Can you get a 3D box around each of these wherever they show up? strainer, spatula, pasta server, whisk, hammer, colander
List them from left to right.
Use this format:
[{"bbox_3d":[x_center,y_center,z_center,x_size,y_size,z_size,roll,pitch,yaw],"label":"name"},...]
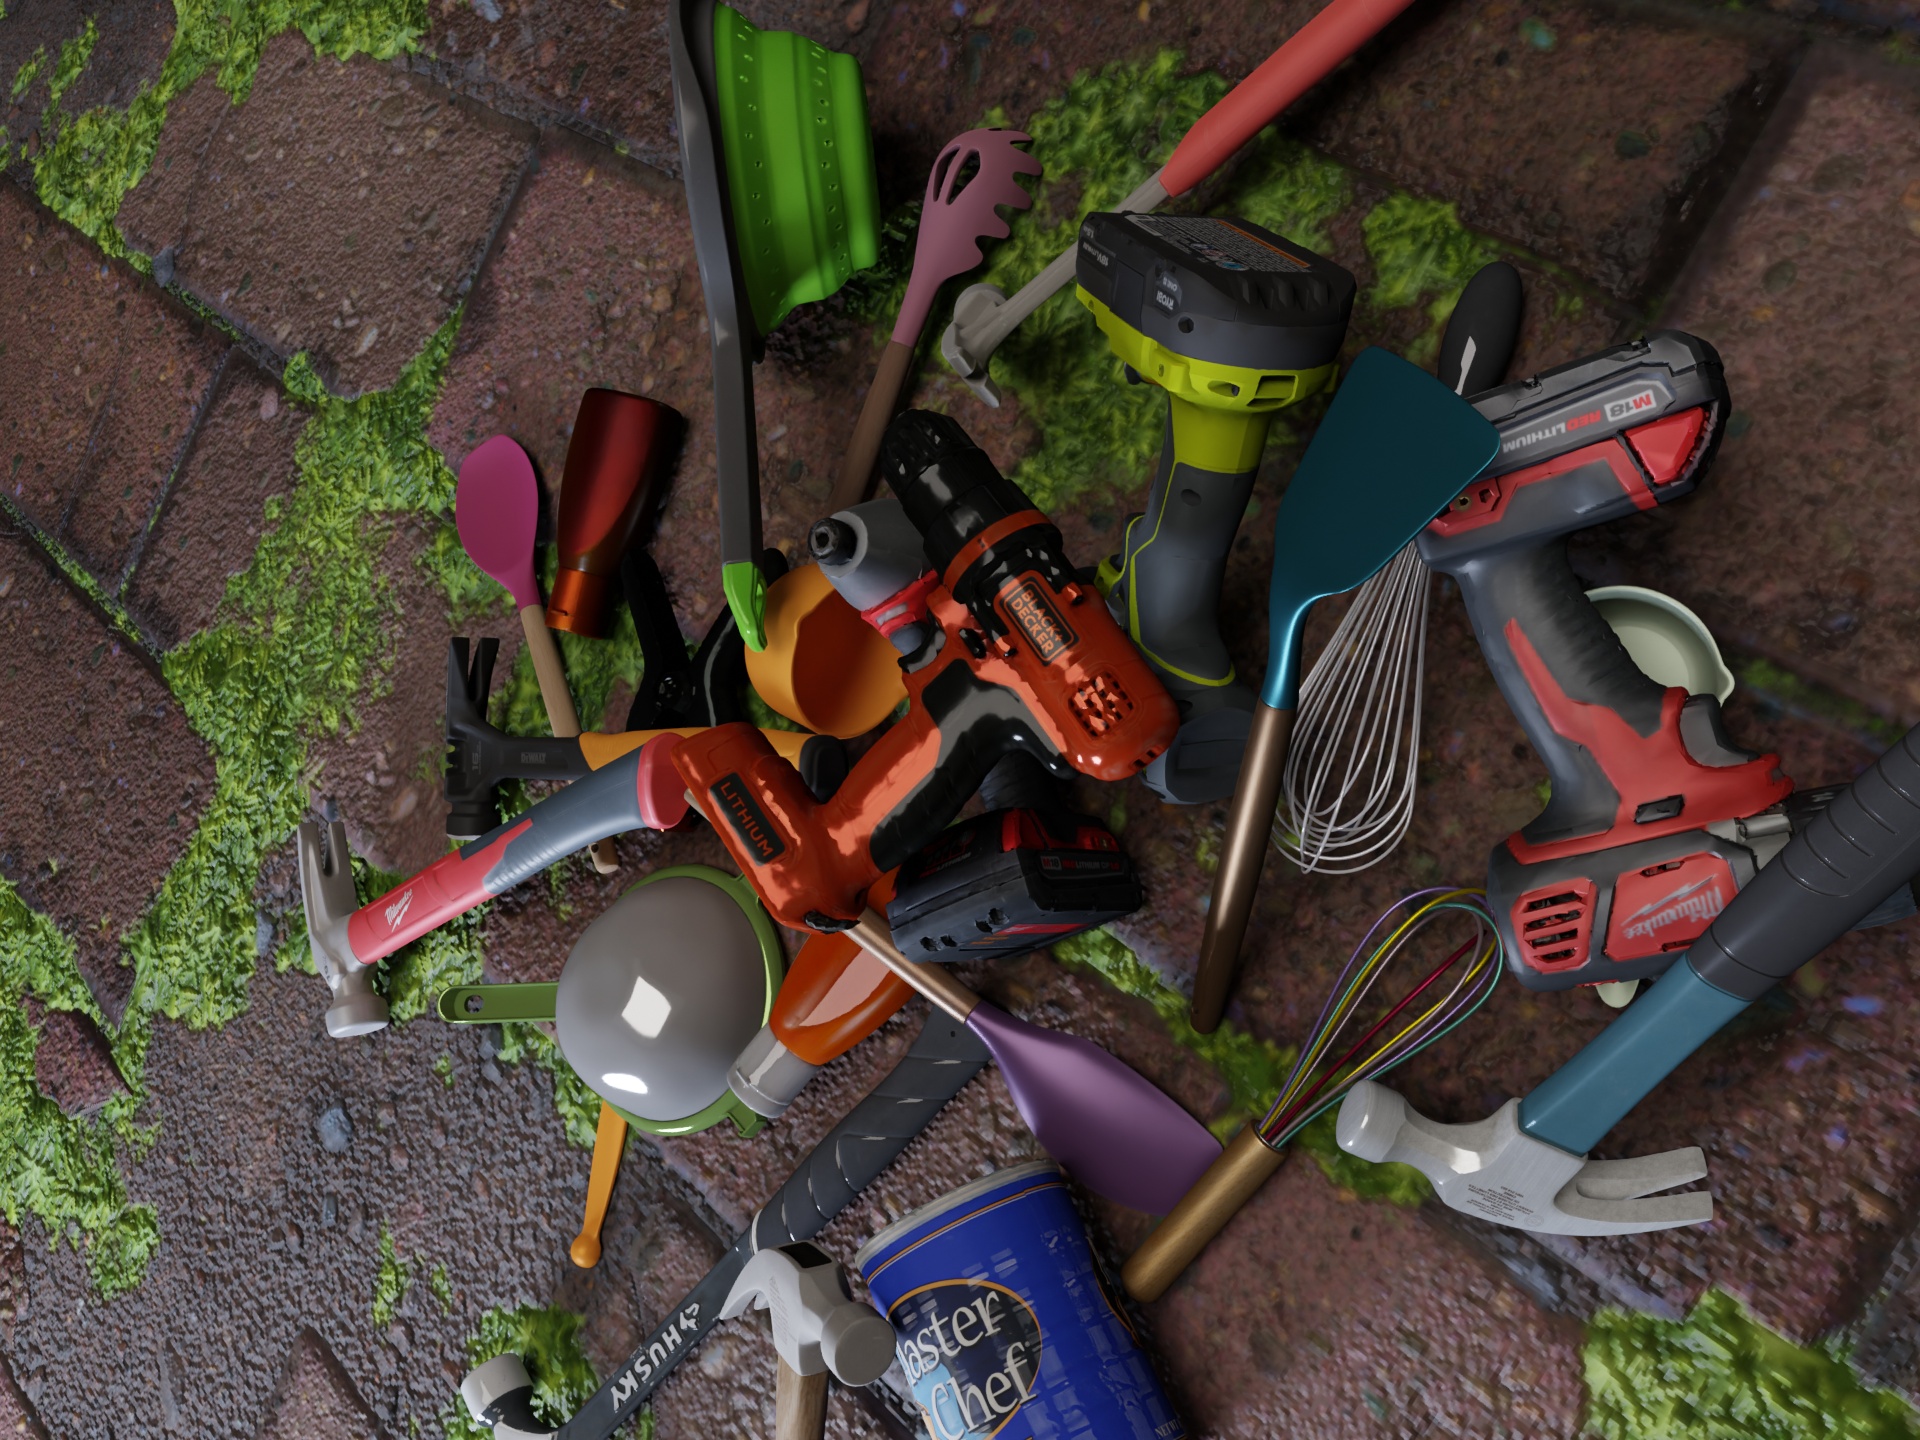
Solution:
[{"bbox_3d":[-0.282,0.072,0.928,0.386,0.038,0.143,-27,73,39],"label":"hammer"},{"bbox_3d":[-0.219,0.156,0.899,0.256,0.069,0.151,-7,74,29],"label":"strainer"},{"bbox_3d":[-0.189,0.013,0.893,0.337,0.034,0.127,1,90,41],"label":"hammer"},{"bbox_3d":[-0.111,0.289,0.831,0.409,0.036,0.149,-48,61,15],"label":"hammer"},{"bbox_3d":[-0.080,0.406,0.748,0.130,0.031,0.331,16,105,59],"label":"hammer"},{"bbox_3d":[-0.086,-0.226,0.842,0.094,0.204,0.397,-6,69,0],"label":"colander"},{"bbox_3d":[-0.037,-0.179,0.880,0.060,0.040,0.316,26,99,33],"label":"pasta server"},{"bbox_3d":[-0.015,0.126,0.765,0.316,0.018,0.060,37,102,15],"label":"spatula"},{"bbox_3d":[0.135,-0.285,0.747,0.359,0.036,0.149,-38,20,16],"label":"hammer"},{"bbox_3d":[0.134,0.012,0.643,0.082,0.044,0.317,-125,32,-47],"label":"spatula"},{"bbox_3d":[0.150,0.167,0.686,0.051,0.047,0.245,46,110,29],"label":"whisk"},{"bbox_3d":[0.194,-0.068,0.696,0.070,0.070,0.284,16,85,34],"label":"whisk"},{"bbox_3d":[0.264,0.076,0.533,0.128,0.033,0.330,24,129,-3],"label":"hammer"}]

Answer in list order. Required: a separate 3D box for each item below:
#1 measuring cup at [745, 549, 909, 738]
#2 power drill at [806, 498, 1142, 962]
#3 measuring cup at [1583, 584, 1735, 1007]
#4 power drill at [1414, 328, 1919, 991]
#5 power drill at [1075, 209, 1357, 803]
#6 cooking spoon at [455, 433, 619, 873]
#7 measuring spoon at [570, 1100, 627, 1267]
[{"bbox_3d":[-0.053,-0.077,0.839,0.052,0.095,0.173,19,81,41],"label":"measuring cup"},{"bbox_3d":[-0.001,-0.002,0.753,0.078,0.143,0.220,-26,70,29],"label":"power drill"},{"bbox_3d":[0.267,0.030,0.642,0.083,0.038,0.167,1,93,28],"label":"measuring cup"},{"bbox_3d":[0.267,-0.022,0.577,0.188,0.080,0.227,-17,86,27],"label":"power drill"},{"bbox_3d":[0.087,-0.099,0.695,0.171,0.080,0.223,-124,35,-54],"label":"power drill"},{"bbox_3d":[-0.264,-0.048,1.002,0.069,0.017,0.319,-30,66,18],"label":"cooking spoon"},{"bbox_3d":[-0.207,0.255,0.911,0.021,0.011,0.117,7,84,33],"label":"measuring spoon"}]
